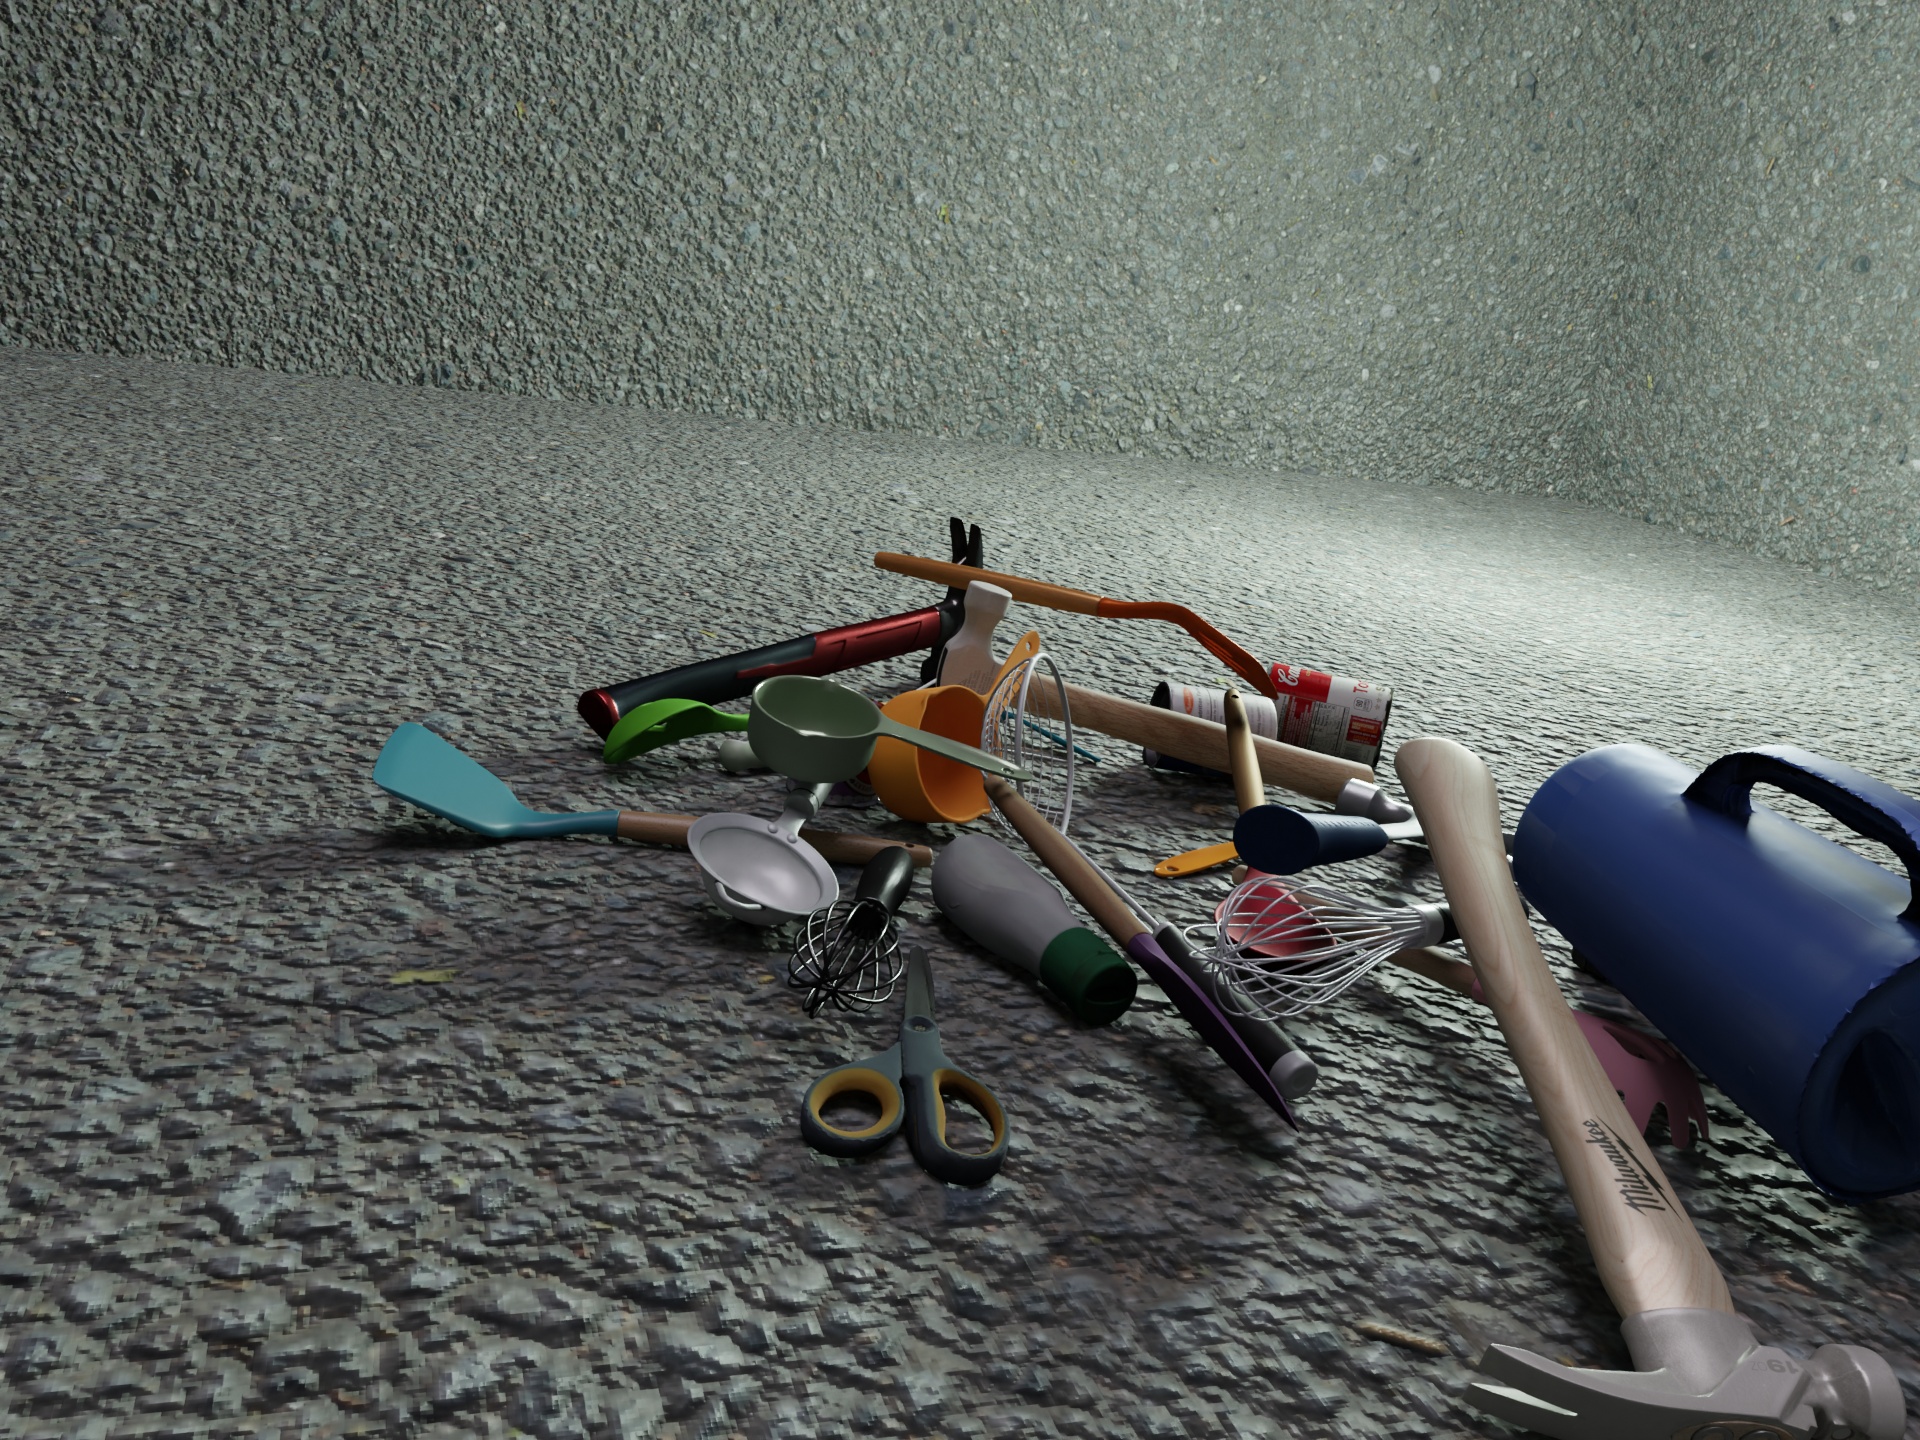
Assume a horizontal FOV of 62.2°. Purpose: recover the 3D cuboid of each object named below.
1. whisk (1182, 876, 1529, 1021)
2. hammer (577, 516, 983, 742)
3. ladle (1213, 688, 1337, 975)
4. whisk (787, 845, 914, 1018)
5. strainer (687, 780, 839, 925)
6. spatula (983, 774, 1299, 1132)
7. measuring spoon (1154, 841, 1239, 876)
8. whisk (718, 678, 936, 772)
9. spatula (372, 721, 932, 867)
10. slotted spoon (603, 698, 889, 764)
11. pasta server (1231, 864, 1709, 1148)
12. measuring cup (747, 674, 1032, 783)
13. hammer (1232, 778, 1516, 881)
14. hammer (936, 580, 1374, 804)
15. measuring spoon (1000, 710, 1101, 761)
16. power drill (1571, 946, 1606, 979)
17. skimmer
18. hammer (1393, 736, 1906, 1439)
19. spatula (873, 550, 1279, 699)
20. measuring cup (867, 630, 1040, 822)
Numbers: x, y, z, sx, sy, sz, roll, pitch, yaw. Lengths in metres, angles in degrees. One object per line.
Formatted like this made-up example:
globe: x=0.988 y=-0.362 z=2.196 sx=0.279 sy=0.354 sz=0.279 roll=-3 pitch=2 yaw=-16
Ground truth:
whisk: x=0.216 y=0.107 z=0.806 sx=0.284 sy=0.070 sz=0.070 roll=1 pitch=17 yaw=-43
hammer: x=-0.118 y=-0.060 z=1.188 sx=0.038 sy=0.143 sz=0.386 roll=24 pitch=27 yaw=34
ladle: x=0.181 y=0.061 z=0.988 sx=0.069 sy=0.031 sz=0.316 roll=10 pitch=30 yaw=-2
whisk: x=-0.047 y=0.098 z=0.815 sx=0.055 sy=0.055 sz=0.239 roll=9 pitch=10 yaw=3
strainer: x=-0.093 y=0.055 z=0.902 sx=0.087 sy=0.050 sz=0.258 roll=29 pitch=28 yaw=0
spatula: x=0.078 y=0.099 z=0.804 sx=0.018 sy=0.059 sz=0.316 roll=-36 pitch=32 yaw=-5
measuring spoon: x=0.167 y=0.090 z=1.028 sx=0.117 sy=0.011 sz=0.021 roll=-10 pitch=25 yaw=-38
whisk: x=-0.065 y=0.004 z=1.133 sx=0.246 sy=0.059 sz=0.058 roll=-12 pitch=9 yaw=-38
spatula: x=-0.171 y=0.054 z=0.921 sx=0.317 sy=0.044 sz=0.082 roll=7 pitch=23 yaw=-8
slotted spoon: x=-0.122 y=0.000 z=1.129 sx=0.313 sy=0.070 sz=0.031 roll=-4 pitch=65 yaw=-48
pasta server: x=0.261 y=0.143 z=0.873 sx=0.060 sy=0.040 sz=0.316 roll=-4 pitch=17 yaw=-35
measuring cup: x=-0.043 y=0.021 z=0.916 sx=0.167 sy=0.038 sz=0.083 roll=18 pitch=24 yaw=-1
hammer: x=0.249 y=0.068 z=0.942 sx=0.144 sy=0.035 sz=0.405 roll=19 pitch=6 yaw=27
hammer: x=0.141 y=0.009 z=1.137 sx=0.331 sy=0.130 sz=0.031 roll=16 pitch=13 yaw=-11
measuring spoon: x=0.050 y=0.011 z=1.221 sx=0.129 sy=0.021 sz=0.042 roll=27 pitch=1 yaw=25
power drill: x=0.453 y=0.146 z=0.870 sx=0.187 sy=0.080 sz=0.227 roll=-4 pitch=24 yaw=-35
skimmer: x=0.106 y=0.078 z=0.890 sx=0.090 sy=0.127 sz=0.364 roll=-24 pitch=34 yaw=-15
hammer: x=0.246 y=0.130 z=0.706 sx=0.146 sy=0.038 sz=0.411 roll=7 pitch=32 yaw=-5
spatula: x=0.076 y=-0.078 z=1.142 sx=0.323 sy=0.041 sz=0.081 roll=14 pitch=-12 yaw=24
measuring cup: x=-0.002 y=-0.003 z=1.045 sx=0.052 sy=0.095 sz=0.174 roll=-7 pitch=34 yaw=37
